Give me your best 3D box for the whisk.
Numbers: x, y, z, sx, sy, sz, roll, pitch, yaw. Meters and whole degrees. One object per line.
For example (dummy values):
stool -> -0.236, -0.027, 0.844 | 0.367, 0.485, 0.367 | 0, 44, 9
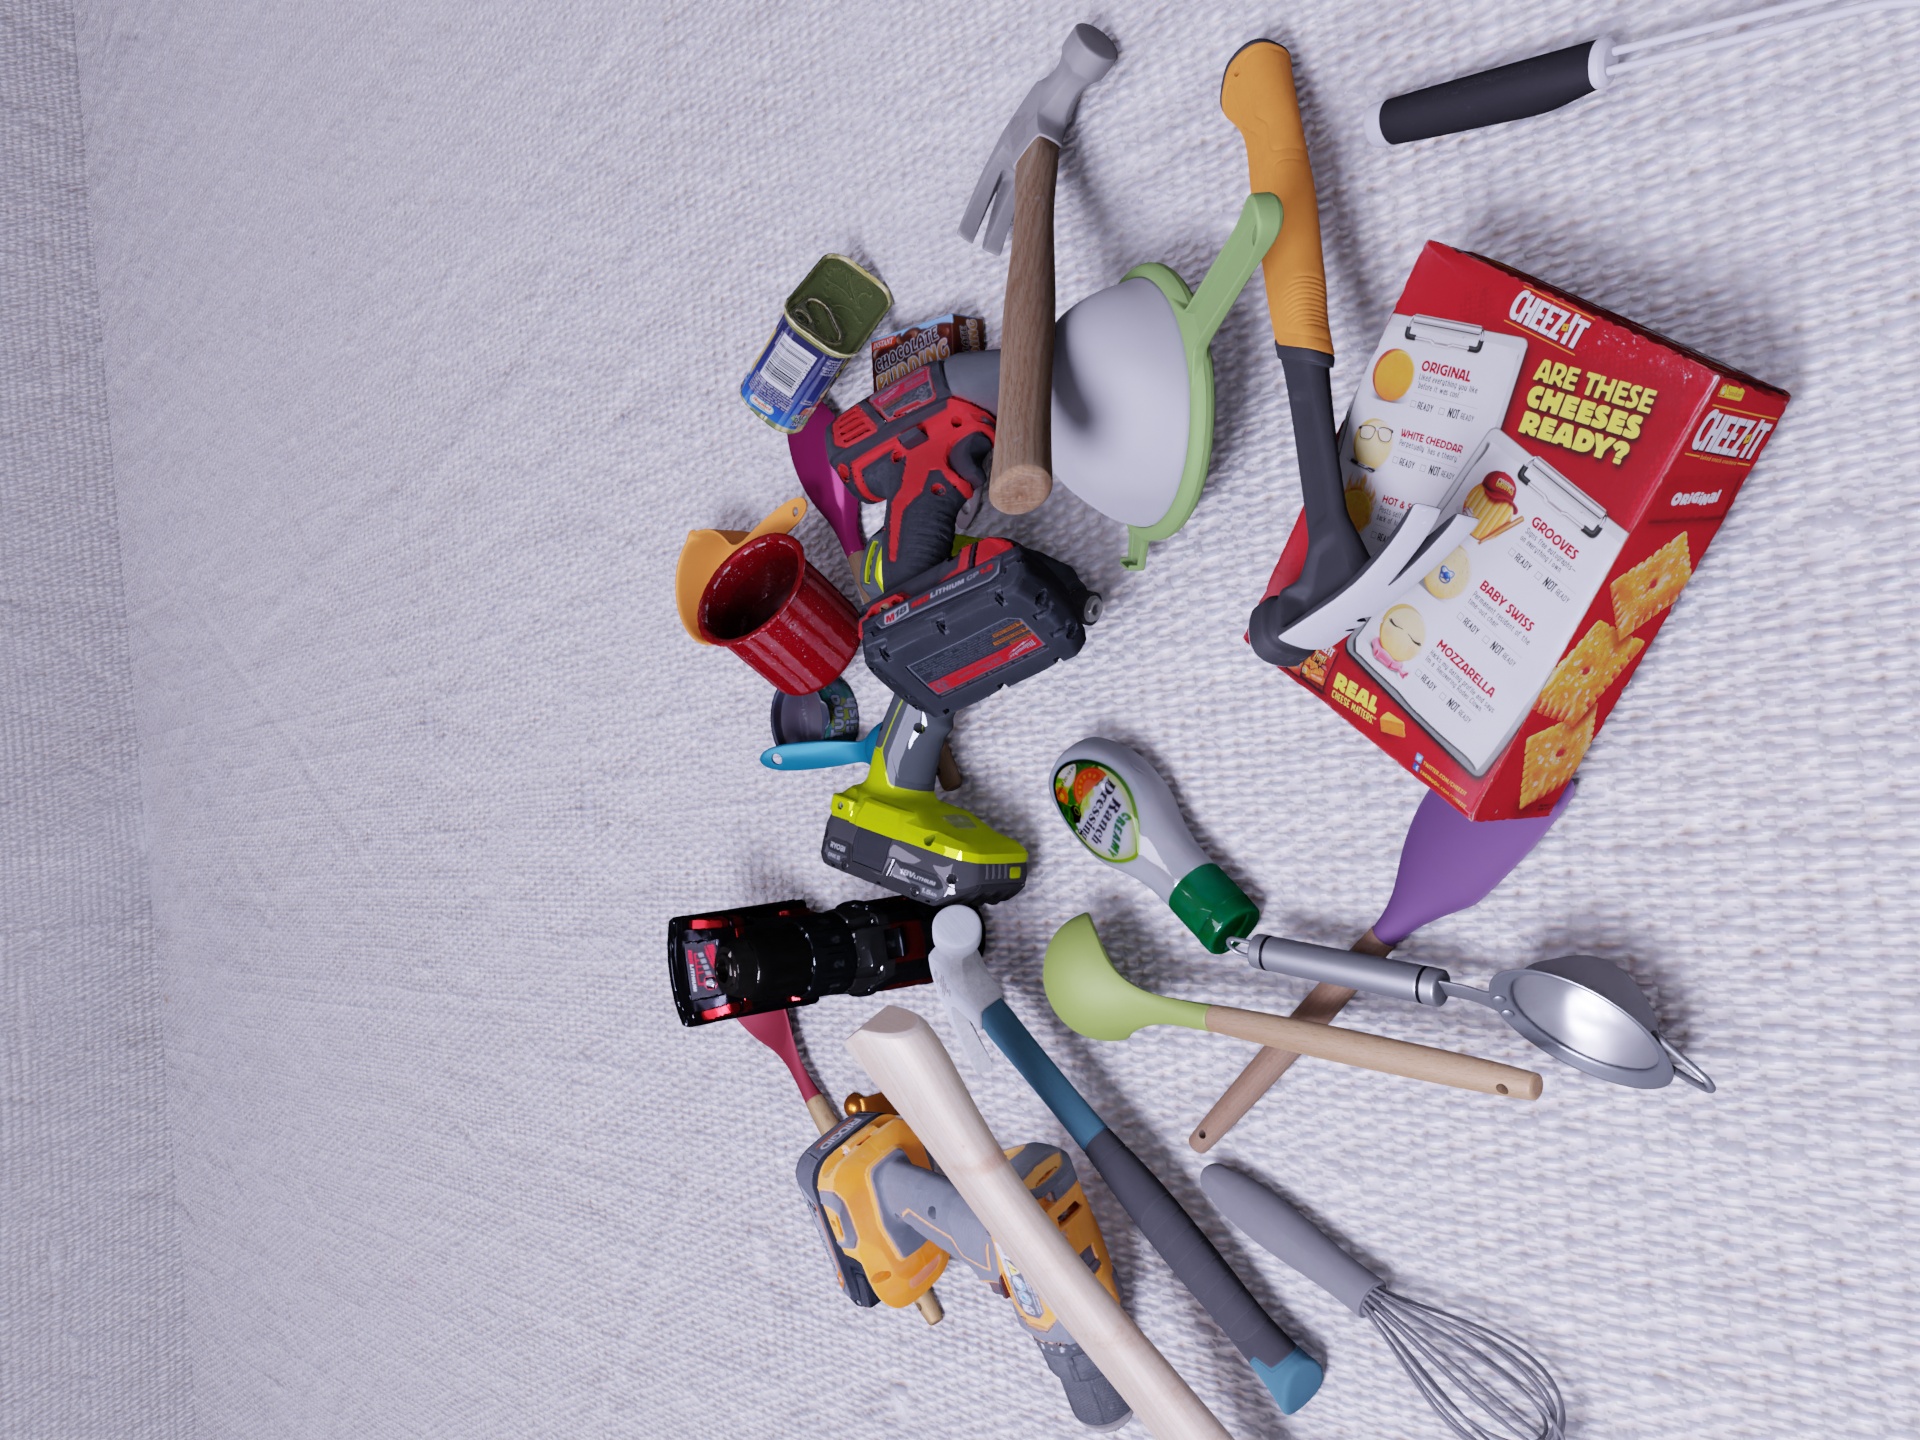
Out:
whisk -> 0.210, 0.299, 0.823 | 0.239, 0.055, 0.055 | 30, 114, 46

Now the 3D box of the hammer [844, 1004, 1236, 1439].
hammer -> 0.069, 0.334, 0.876 | 0.411, 0.038, 0.146 | 51, 128, 4

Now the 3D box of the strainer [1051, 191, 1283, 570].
strainer -> 0.089, -0.188, 0.822 | 0.256, 0.069, 0.152 | 124, 138, -68

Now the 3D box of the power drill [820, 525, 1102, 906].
power drill -> -0.002, -0.003, 0.999 | 0.171, 0.080, 0.223 | 16, 97, 38

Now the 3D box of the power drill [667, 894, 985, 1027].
power drill -> -0.117, 0.160, 1.070 | 0.227, 0.187, 0.080 | -17, 80, 51

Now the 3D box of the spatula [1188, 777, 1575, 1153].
spatula -> 0.206, 0.128, 0.833 | 0.060, 0.018, 0.315 | 55, 128, 34

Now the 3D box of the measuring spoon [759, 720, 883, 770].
measuring spoon -> -0.088, 0.026, 1.108 | 0.128, 0.021, 0.042 | -5, 105, 24

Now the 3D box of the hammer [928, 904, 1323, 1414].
hammer -> 0.089, 0.257, 0.931 | 0.331, 0.033, 0.128 | 48, 158, 26

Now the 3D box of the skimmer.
skimmer -> 0.304, -0.301, 0.639 | 0.363, 0.090, 0.127 | 5, 65, 50

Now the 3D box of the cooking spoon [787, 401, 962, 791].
cooking spoon -> -0.063, -0.094, 1.110 | 0.068, 0.017, 0.319 | -45, 61, 47

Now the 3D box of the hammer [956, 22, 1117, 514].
hammer -> 0.037, -0.240, 0.871 | 0.130, 0.031, 0.332 | -44, 32, 45

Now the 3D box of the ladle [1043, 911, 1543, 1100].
ladle -> 0.162, 0.156, 0.844 | 0.320, 0.062, 0.078 | 2, 116, 48

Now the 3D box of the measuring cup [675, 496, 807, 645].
measuring cup -> -0.146, -0.118, 1.177 | 0.173, 0.052, 0.095 | -33, 69, 42

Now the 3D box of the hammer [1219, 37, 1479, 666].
hammer -> 0.167, -0.200, 0.765 | 0.127, 0.034, 0.337 | 136, 137, -55

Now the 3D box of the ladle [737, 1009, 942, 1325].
ladle -> -0.096, 0.301, 1.173 | 0.316, 0.031, 0.069 | 55, 139, 27

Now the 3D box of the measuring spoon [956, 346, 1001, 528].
measuring spoon -> 0.017, -0.181, 1.023 | 0.034, 0.018, 0.124 | 33, 124, 29

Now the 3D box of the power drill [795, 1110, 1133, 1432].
power drill -> 0.010, 0.346, 1.009 | 0.226, 0.084, 0.185 | -3, 111, 47

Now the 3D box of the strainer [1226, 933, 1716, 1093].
strainer -> 0.236, 0.128, 0.769 | 0.258, 0.086, 0.050 | 6, 52, 44

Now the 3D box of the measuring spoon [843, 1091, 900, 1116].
measuring spoon -> -0.048, 0.272, 1.127 | 0.117, 0.011, 0.021 | -20, 79, 47

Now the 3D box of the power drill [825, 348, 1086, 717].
power drill -> -0.002, -0.124, 0.937 | 0.143, 0.078, 0.220 | -25, 52, 19
